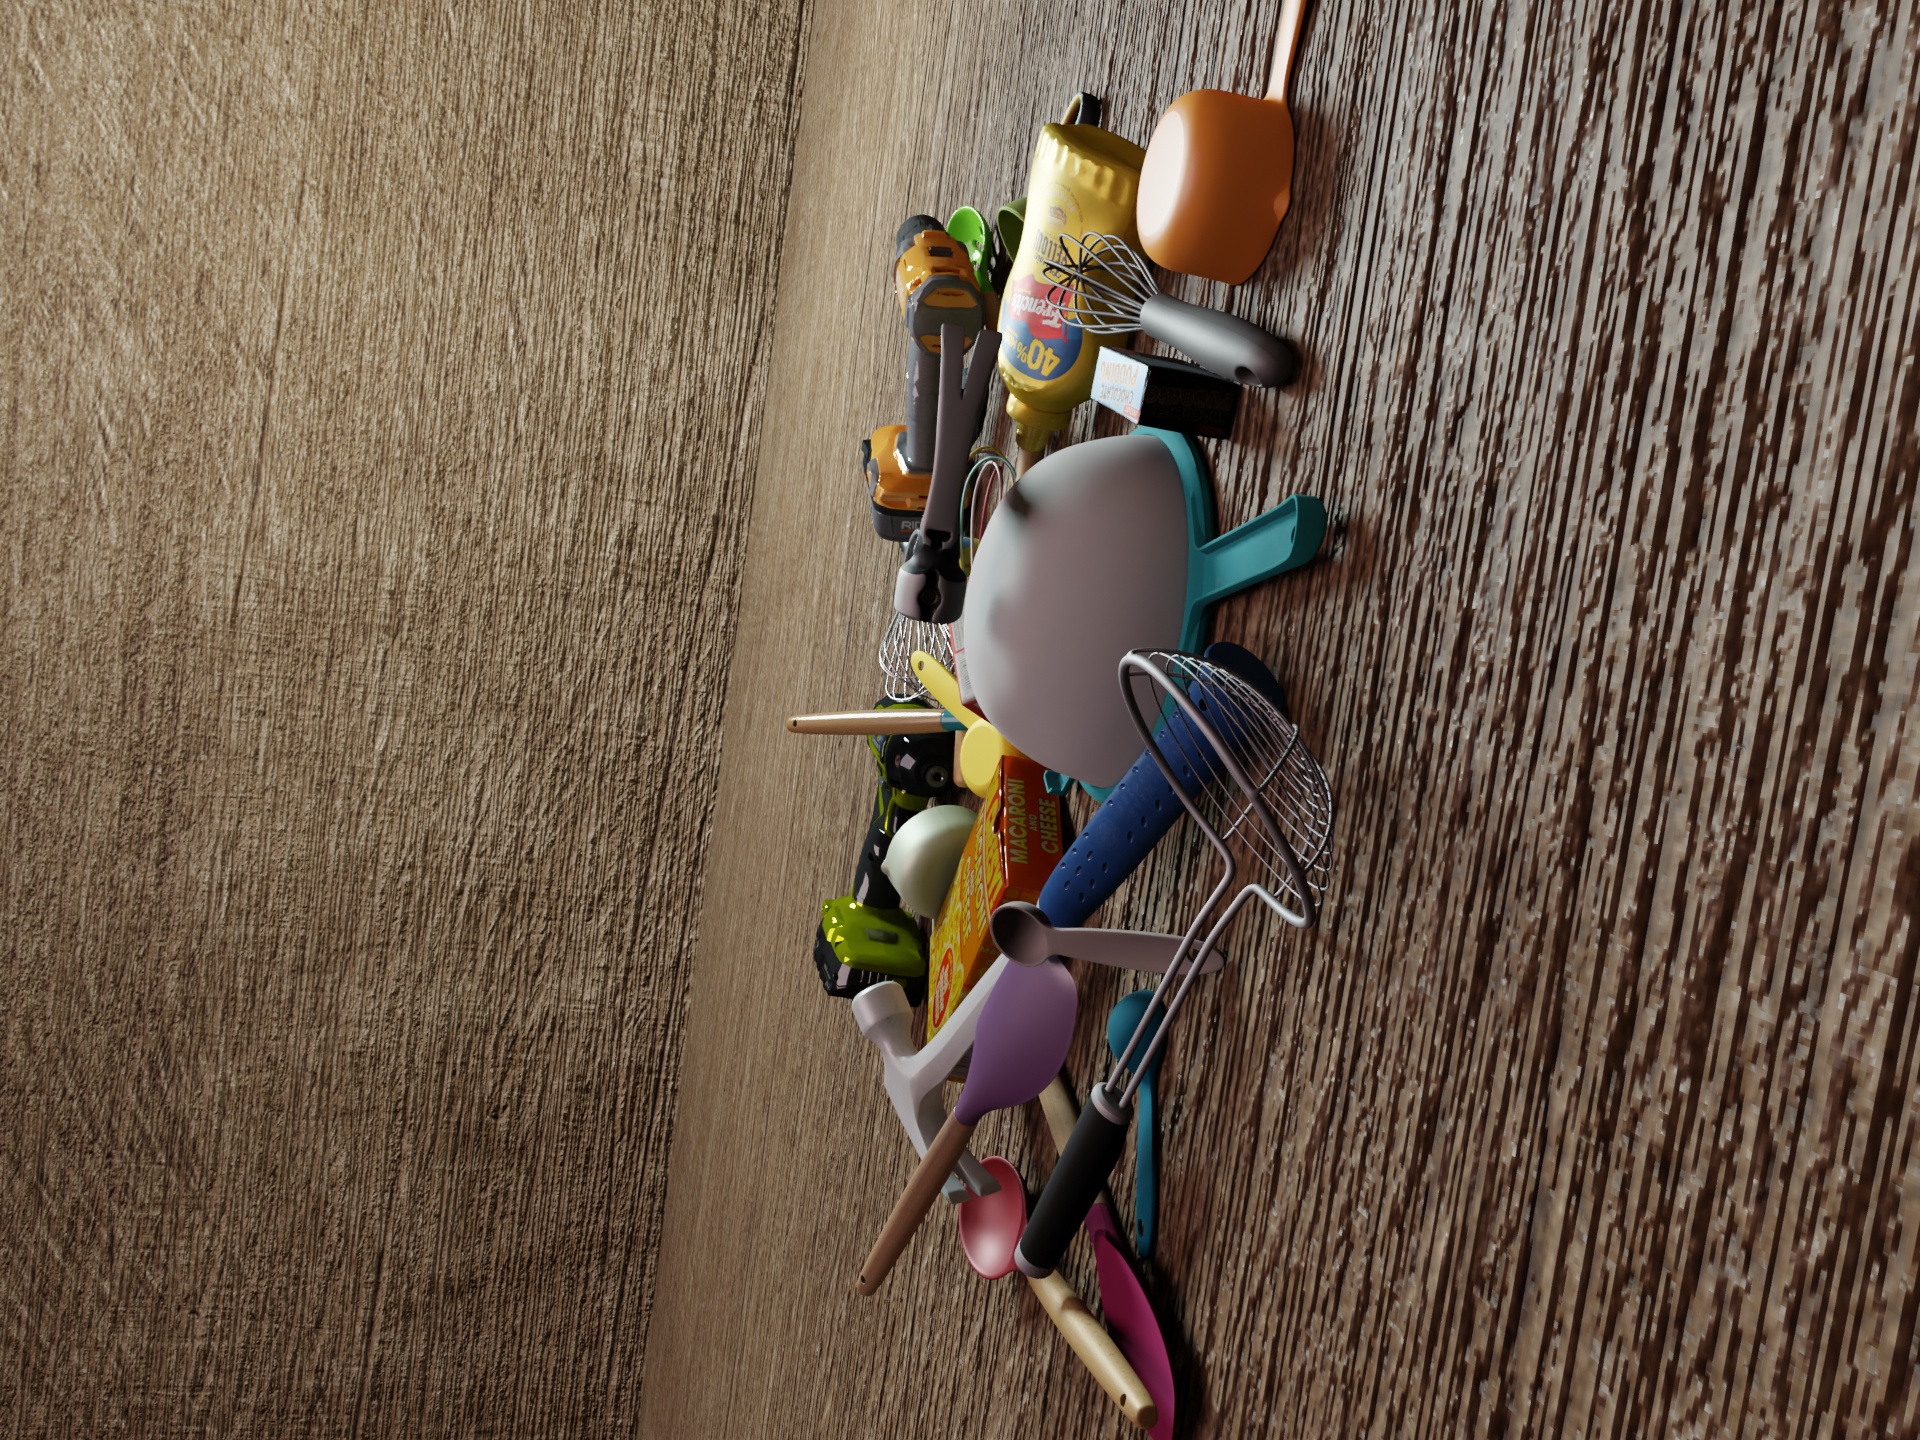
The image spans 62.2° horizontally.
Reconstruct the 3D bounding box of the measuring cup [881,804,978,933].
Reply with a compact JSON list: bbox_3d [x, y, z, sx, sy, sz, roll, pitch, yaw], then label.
[{"bbox_3d":[-0.006,0.139,1.094,0.038,0.083,0.167,-130,31,-57],"label":"measuring cup"}]

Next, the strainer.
[{"bbox_3d":[0.069,-0.069,0.801,0.340,0.095,0.211,159,117,-76],"label":"strainer"}]

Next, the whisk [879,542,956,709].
[{"bbox_3d":[-0.035,-0.101,1.325,0.285,0.070,0.070,-94,17,-54],"label":"whisk"}]

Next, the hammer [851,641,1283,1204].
[{"bbox_3d":[0.047,0.111,0.821,0.144,0.035,0.405,63,142,28],"label":"hammer"}]

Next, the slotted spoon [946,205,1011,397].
[{"bbox_3d":[0.026,-0.309,1.225,0.314,0.031,0.070,-102,23,-48],"label":"slotted spoon"}]

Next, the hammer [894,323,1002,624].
[{"bbox_3d":[0.000,-0.182,0.984,0.409,0.036,0.149,-84,4,-71],"label":"hammer"}]

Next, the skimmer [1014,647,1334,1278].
[{"bbox_3d":[0.065,0.131,0.696,0.127,0.090,0.363,52,134,41],"label":"skimmer"}]

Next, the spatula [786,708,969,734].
[{"bbox_3d":[-0.034,-0.003,1.139,0.317,0.044,0.082,-2,81,47],"label":"spatula"}]

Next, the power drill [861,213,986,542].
[{"bbox_3d":[-0.031,-0.279,1.270,0.186,0.084,0.226,-103,17,-52],"label":"power drill"}]

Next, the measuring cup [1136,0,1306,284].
[{"bbox_3d":[0.127,-0.299,0.760,0.095,0.052,0.173,-113,31,-63],"label":"measuring cup"}]

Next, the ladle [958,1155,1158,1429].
[{"bbox_3d":[0.047,0.296,0.829,0.315,0.031,0.069,180,104,-78],"label":"ladle"}]

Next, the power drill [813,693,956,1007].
[{"bbox_3d":[-0.052,0.102,1.247,0.171,0.080,0.223,-132,53,-73],"label":"power drill"}]

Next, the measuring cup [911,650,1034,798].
[{"bbox_3d":[-0.002,-0.003,1.055,0.157,0.029,0.062,47,121,42],"label":"measuring cup"}]

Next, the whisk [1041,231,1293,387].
[{"bbox_3d":[0.101,-0.207,0.804,0.239,0.055,0.055,-130,47,-57],"label":"whisk"}]

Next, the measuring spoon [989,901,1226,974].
[{"bbox_3d":[0.070,0.103,0.751,0.018,0.124,0.034,-38,-57,-49],"label":"measuring spoon"}]

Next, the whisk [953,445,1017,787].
[{"bbox_3d":[0.016,-0.073,1.142,0.047,0.051,0.245,-10,-76,-66],"label":"whisk"}]

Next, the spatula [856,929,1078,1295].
[{"bbox_3d":[-0.004,0.232,0.869,0.060,0.018,0.315,54,136,32],"label":"spatula"}]

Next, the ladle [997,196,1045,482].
[{"bbox_3d":[0.037,-0.183,1.065,0.078,0.062,0.320,-137,52,-66],"label":"ladle"}]

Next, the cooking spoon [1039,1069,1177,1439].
[{"bbox_3d":[0.066,0.240,0.831,0.319,0.017,0.068,-113,22,-63],"label":"cooking spoon"}]

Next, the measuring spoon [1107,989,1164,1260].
[{"bbox_3d":[0.083,0.196,0.776,0.042,0.021,0.129,135,139,-68],"label":"measuring spoon"}]
